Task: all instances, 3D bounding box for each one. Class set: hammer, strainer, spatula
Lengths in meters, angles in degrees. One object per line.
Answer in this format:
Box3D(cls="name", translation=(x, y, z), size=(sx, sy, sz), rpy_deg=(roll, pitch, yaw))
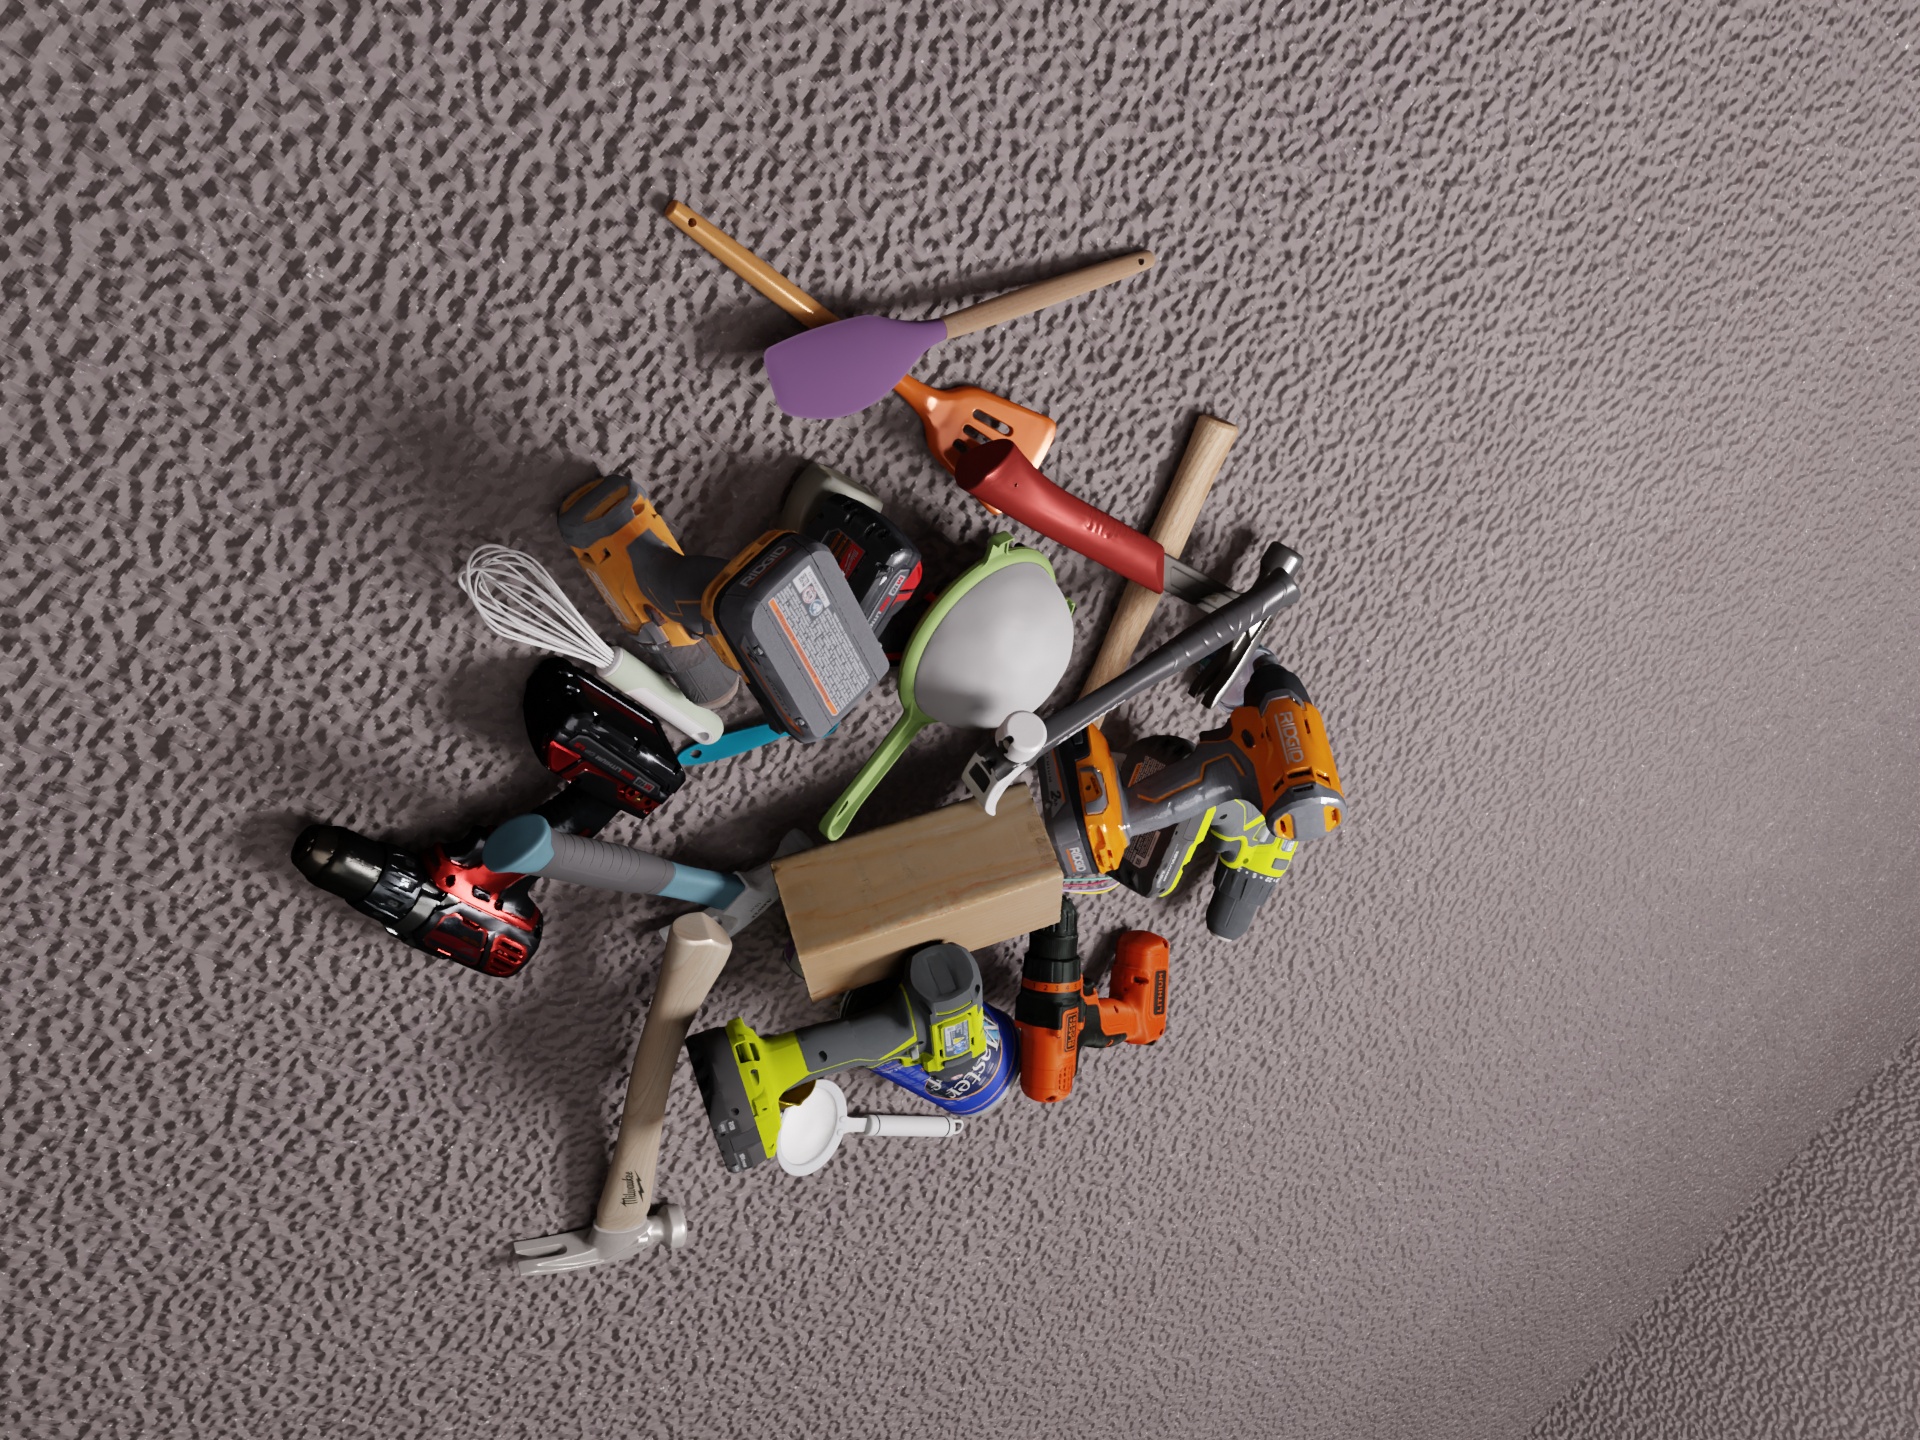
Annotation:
Box3D(cls="hammer", translation=(-0.260, 0.308, 1.272), size=(0.146, 0.038, 0.410), rpy_deg=(-3, 131, -28))
Box3D(cls="hammer", translation=(0.138, -0.032, 1.210), size=(0.335, 0.035, 0.146), rpy_deg=(-31, 168, -28))
Box3D(cls="strainer", translation=(-0.002, -0.004, 1.135), size=(0.256, 0.069, 0.151), rpy_deg=(-51, 152, 1))
Box3D(cls="hammer", translation=(0.141, -0.092, 1.300), size=(0.130, 0.031, 0.331), rpy_deg=(8, 115, -35))
Box3D(cls="spatula", translation=(0.009, -0.272, 1.085), size=(0.316, 0.018, 0.059), rpy_deg=(-26, 109, -25))
Box3D(cls="spatula", translation=(-0.065, -0.249, 1.069), size=(0.322, 0.041, 0.081), rpy_deg=(30, 96, -39))
Box3D(cls="strainer", translation=(-0.091, 0.372, 1.459), size=(0.258, 0.050, 0.087), rpy_deg=(15, 87, -43))
Box3D(cls="hammer", translation=(-0.220, 0.108, 1.129), size=(0.128, 0.033, 0.330), rpy_deg=(-46, 156, 7))
Box3D(cls="hammer", translation=(0.125, -0.120, 1.218), size=(0.358, 0.037, 0.149), rpy_deg=(20, 106, -43))

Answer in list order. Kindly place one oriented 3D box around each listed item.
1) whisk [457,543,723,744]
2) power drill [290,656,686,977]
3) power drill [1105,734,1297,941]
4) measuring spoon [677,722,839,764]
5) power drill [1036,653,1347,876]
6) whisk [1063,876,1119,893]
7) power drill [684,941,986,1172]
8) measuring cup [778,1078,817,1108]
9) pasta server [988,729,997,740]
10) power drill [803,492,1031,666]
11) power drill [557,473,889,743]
Box3D(cls="whisk", translation=(-0.247, -0.044, 1.092), size=(0.058, 0.059, 0.246), rpy_deg=(-16, 144, 29))
Box3D(cls="power drill", translation=(-0.324, 0.066, 1.100), size=(0.226, 0.080, 0.187), rpy_deg=(-46, 131, 7))
Box3D(cls="power drill", translation=(0.223, 0.105, 1.416), size=(0.228, 0.080, 0.190), rpy_deg=(11, 104, -47))
Box3D(cls="measuring spoon", translation=(-0.154, 0.006, 1.203), size=(0.128, 0.021, 0.042), rpy_deg=(-18, 128, -9))
Box3D(cls="power drill", translation=(0.177, 0.031, 1.264), size=(0.226, 0.164, 0.084), rpy_deg=(-12, 142, 8))
Box3D(cls="whisk", translation=(0.044, 0.140, 1.388), size=(0.245, 0.051, 0.047), rpy_deg=(-7, 128, -24))
Box3D(cls="power drill", translation=(-0.089, 0.264, 1.234), size=(0.223, 0.080, 0.171), rpy_deg=(-18, 144, -11))
Box3D(cls="measuring cup", translation=(-0.118, 0.301, 1.400), size=(0.156, 0.062, 0.029), rpy_deg=(-7, 158, -42))
Box3D(cls="pasta server", translation=(0.026, 0.034, 1.296), size=(0.060, 0.040, 0.316), rpy_deg=(-2, 110, -20))
Box3D(cls="power drill", translation=(-0.029, -0.083, 1.150), size=(0.219, 0.079, 0.143), rpy_deg=(13, 114, -56))
Box3D(cls="power drill", translation=(-0.149, -0.058, 1.024), size=(0.084, 0.226, 0.185), rpy_deg=(-46, 133, -23))
